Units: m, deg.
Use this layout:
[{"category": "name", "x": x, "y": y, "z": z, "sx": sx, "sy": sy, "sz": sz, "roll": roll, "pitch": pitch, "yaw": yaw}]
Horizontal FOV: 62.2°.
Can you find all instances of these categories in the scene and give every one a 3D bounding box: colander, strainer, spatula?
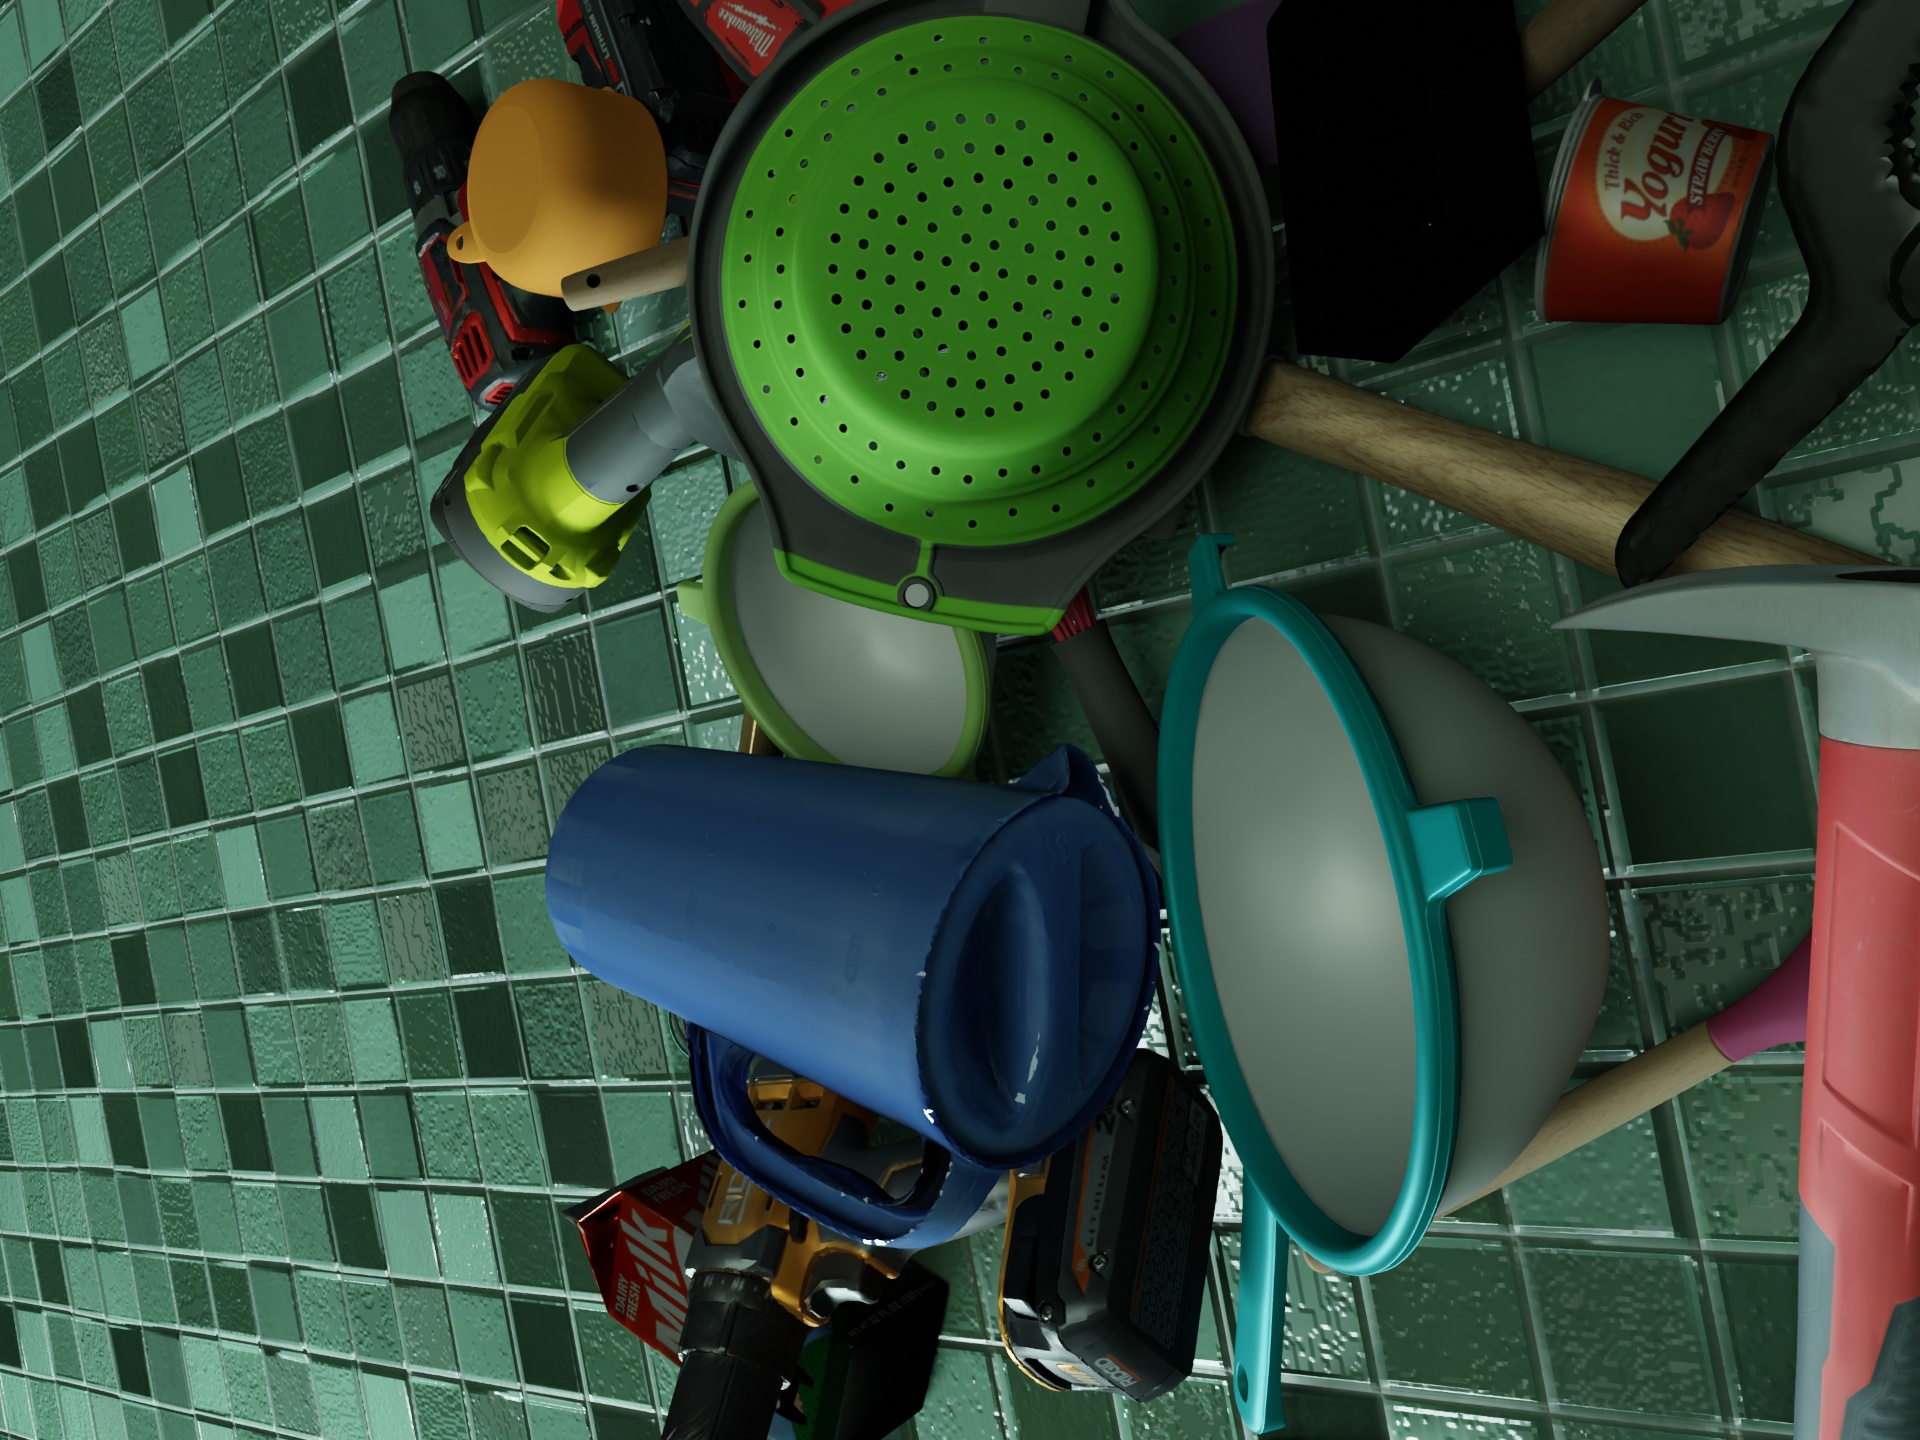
[{"category": "colander", "x": 0.022, "y": -0.220, "z": 0.500, "sx": 0.204, "sy": 0.094, "sz": 0.397, "roll": 12, "pitch": 100, "yaw": -1}, {"category": "strainer", "x": -0.001, "y": -0.002, "z": 0.669, "sx": 0.256, "sy": 0.069, "sz": 0.151, "roll": 53, "pitch": 138, "yaw": -1}, {"category": "spatula", "x": 0.005, "y": -0.198, "z": 0.571, "sx": 0.316, "sy": 0.018, "sz": 0.060, "roll": -14, "pitch": 85, "yaw": 8}, {"category": "strainer", "x": 0.141, "y": 0.114, "z": 0.534, "sx": 0.211, "sy": 0.095, "sz": 0.340, "roll": -115, "pitch": 19, "yaw": -59}]

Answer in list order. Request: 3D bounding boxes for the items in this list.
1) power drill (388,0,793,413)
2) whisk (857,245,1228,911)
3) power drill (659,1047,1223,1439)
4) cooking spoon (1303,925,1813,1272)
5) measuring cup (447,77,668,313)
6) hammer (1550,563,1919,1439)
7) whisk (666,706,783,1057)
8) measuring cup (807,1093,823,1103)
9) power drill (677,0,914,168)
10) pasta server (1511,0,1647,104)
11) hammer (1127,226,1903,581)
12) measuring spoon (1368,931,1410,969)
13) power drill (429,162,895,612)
[{"category": "power drill", "x": -0.198, "y": -0.280, "z": 0.772, "sx": 0.226, "sy": 0.080, "sz": 0.188, "roll": -30, "pitch": 77, "yaw": 39}, {"category": "whisk", "x": 0.036, "y": -0.051, "z": 0.609, "sx": 0.073, "sy": 0.073, "sz": 0.296, "roll": -23, "pitch": 95, "yaw": 37}, {"category": "power drill", "x": -0.020, "y": 0.221, "z": 0.638, "sx": 0.226, "sy": 0.084, "sz": 0.185, "roll": -11, "pitch": 46, "yaw": 33}, {"category": "cooking spoon", "x": 0.227, "y": 0.116, "z": 0.520, "sx": 0.318, "sy": 0.017, "sz": 0.069, "roll": -45, "pitch": 40, "yaw": 36}, {"category": "measuring cup", "x": -0.198, "y": -0.223, "z": 0.693, "sx": 0.174, "sy": 0.052, "sz": 0.095, "roll": 3, "pitch": 95, "yaw": 43}, {"category": "hammer", "x": 0.250, "y": 0.147, "z": 0.468, "sx": 0.143, "sy": 0.038, "sz": 0.386, "roll": 7, "pitch": 109, "yaw": 39}, {"category": "whisk", "x": -0.103, "y": 0.056, "z": 0.764, "sx": 0.051, "sy": 0.047, "sz": 0.245, "roll": 13, "pitch": 100, "yaw": 23}, {"category": "measuring cup", "x": -0.049, "y": 0.120, "z": 0.728, "sx": 0.083, "sy": 0.038, "sz": 0.167, "roll": 37, "pitch": 114, "yaw": 28}, {"category": "power drill", "x": -0.018, "y": -0.332, "z": 0.619, "sx": 0.143, "sy": 0.078, "sz": 0.219, "roll": 52, "pitch": 122, "yaw": 20}, {"category": "pasta server", "x": 0.194, "y": -0.202, "z": 0.410, "sx": 0.316, "sy": 0.040, "sz": 0.060, "roll": 151, "pitch": 135, "yaw": -72}, {"category": "hammer", "x": 0.197, "y": -0.074, "z": 0.520, "sx": 0.331, "sy": 0.031, "sz": 0.130, "roll": 28, "pitch": 113, "yaw": 31}, {"category": "measuring spoon", "x": 0.138, "y": 0.110, "z": 0.601, "sx": 0.117, "sy": 0.011, "sz": 0.021, "roll": -44, "pitch": 70, "yaw": 33}, {"category": "power drill", "x": -0.123, "y": -0.149, "z": 0.694, "sx": 0.223, "sy": 0.171, "sz": 0.080, "roll": -25, "pitch": 124, "yaw": 39}]
